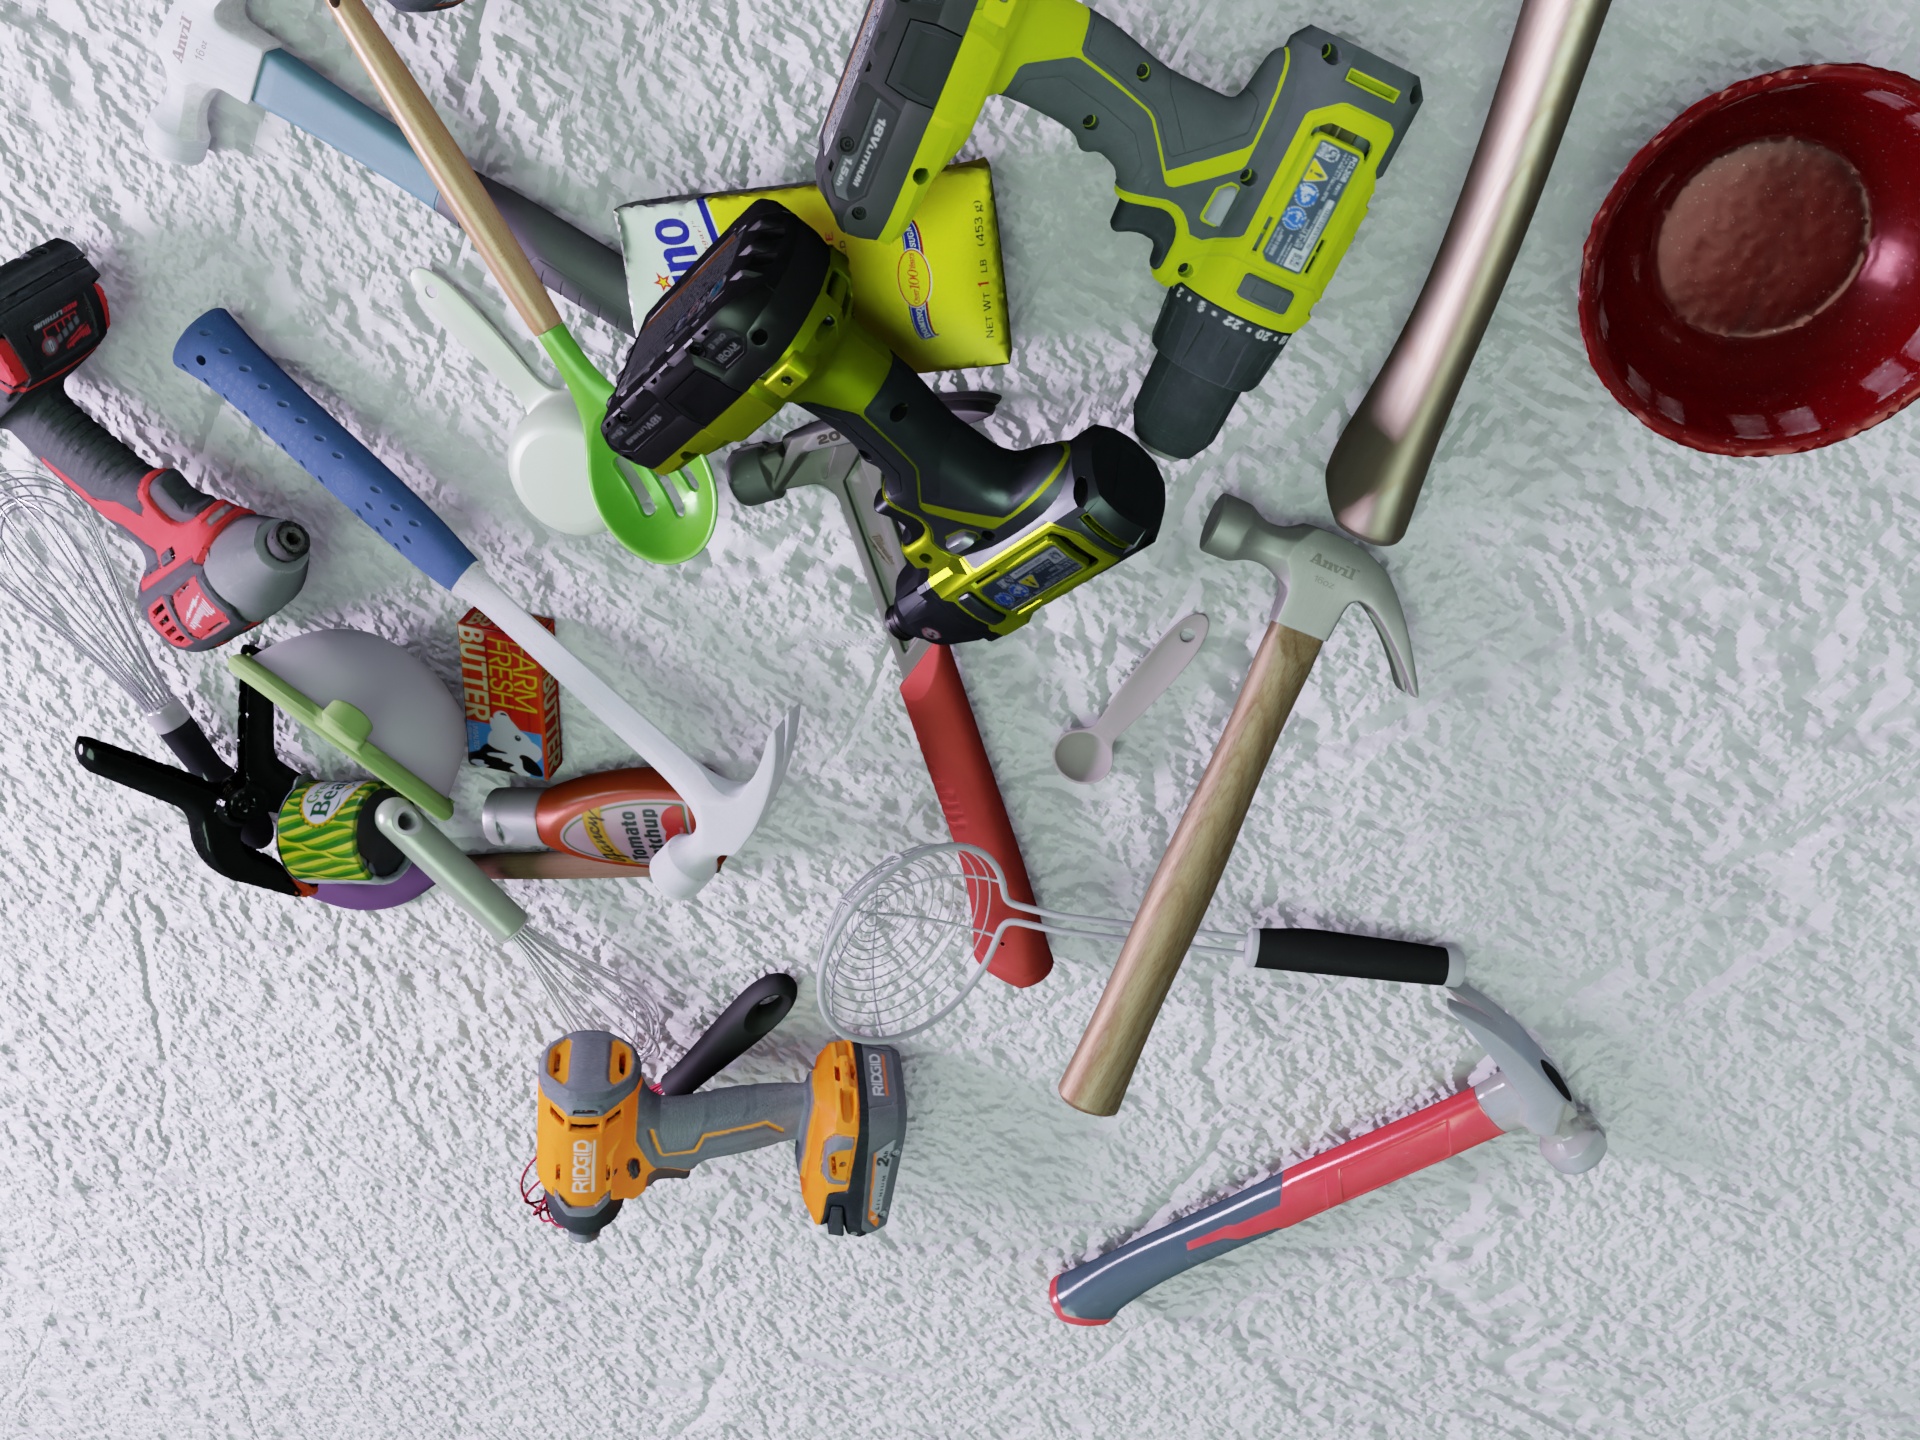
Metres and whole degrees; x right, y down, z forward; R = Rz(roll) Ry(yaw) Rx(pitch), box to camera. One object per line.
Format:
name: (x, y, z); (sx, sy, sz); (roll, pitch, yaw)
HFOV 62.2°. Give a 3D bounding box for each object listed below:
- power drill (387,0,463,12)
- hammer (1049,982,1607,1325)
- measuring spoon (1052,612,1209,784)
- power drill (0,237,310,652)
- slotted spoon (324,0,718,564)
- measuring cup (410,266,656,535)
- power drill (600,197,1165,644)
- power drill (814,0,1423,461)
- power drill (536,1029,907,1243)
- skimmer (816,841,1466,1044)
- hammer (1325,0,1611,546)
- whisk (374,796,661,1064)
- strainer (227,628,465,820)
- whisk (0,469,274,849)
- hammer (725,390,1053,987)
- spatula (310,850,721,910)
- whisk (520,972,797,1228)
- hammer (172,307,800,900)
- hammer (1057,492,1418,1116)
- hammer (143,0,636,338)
power drill: (-0.180, -0.424, 0.653); (0.226, 0.084, 0.185); (-22, 112, 20)
hammer: (0.198, 0.295, 1.014); (0.386, 0.038, 0.143); (-35, 106, 28)
measuring spoon: (0.095, -0.014, 0.871); (0.034, 0.018, 0.124); (36, 115, -7)
power drill: (-0.457, -0.142, 0.876); (0.143, 0.079, 0.219); (-17, 119, 40)
slotted spoon: (-0.213, -0.215, 0.777); (0.070, 0.031, 0.313); (-23, 112, 21)
measuring cup: (-0.234, -0.168, 0.840); (0.083, 0.038, 0.167); (-32, 111, 28)
power drill: (-0.041, -0.117, 0.730); (0.223, 0.080, 0.171); (32, 141, -27)
power drill: (0.058, -0.227, 0.682); (0.228, 0.080, 0.190); (18, 117, -17)
power drill: (-0.158, 0.278, 1.028); (0.226, 0.084, 0.164); (4, 123, -11)
skimmer: (0.105, 0.136, 0.880); (0.363, 0.090, 0.127); (6, 117, -1)
hammer: (0.238, -0.248, 0.643); (0.146, 0.038, 0.410); (46, 139, 37)
whisk: (-0.280, 0.138, 1.017); (0.059, 0.058, 0.246); (-15, 122, 49)
strainer: (-0.323, -0.013, 0.877); (0.151, 0.069, 0.256); (39, 165, -15)
whisk: (-0.510, -0.029, 0.982); (0.070, 0.070, 0.284); (-12, 121, 20)
hammer: (-0.001, -0.003, 0.885); (0.149, 0.037, 0.358); (-10, 117, 19)
spatula: (-0.300, 0.096, 1.027); (0.316, 0.018, 0.059); (-3, 117, 17)
whisk: (-0.206, 0.260, 1.082); (0.073, 0.073, 0.295); (41, 115, -12)
hammer: (-0.261, -0.076, 0.874); (0.405, 0.035, 0.144); (43, 122, -4)
hammer: (0.131, 0.059, 0.827); (0.130, 0.031, 0.331); (20, 102, -6)
hammer: (-0.244, -0.257, 0.794); (0.331, 0.033, 0.128); (31, 124, -6)
